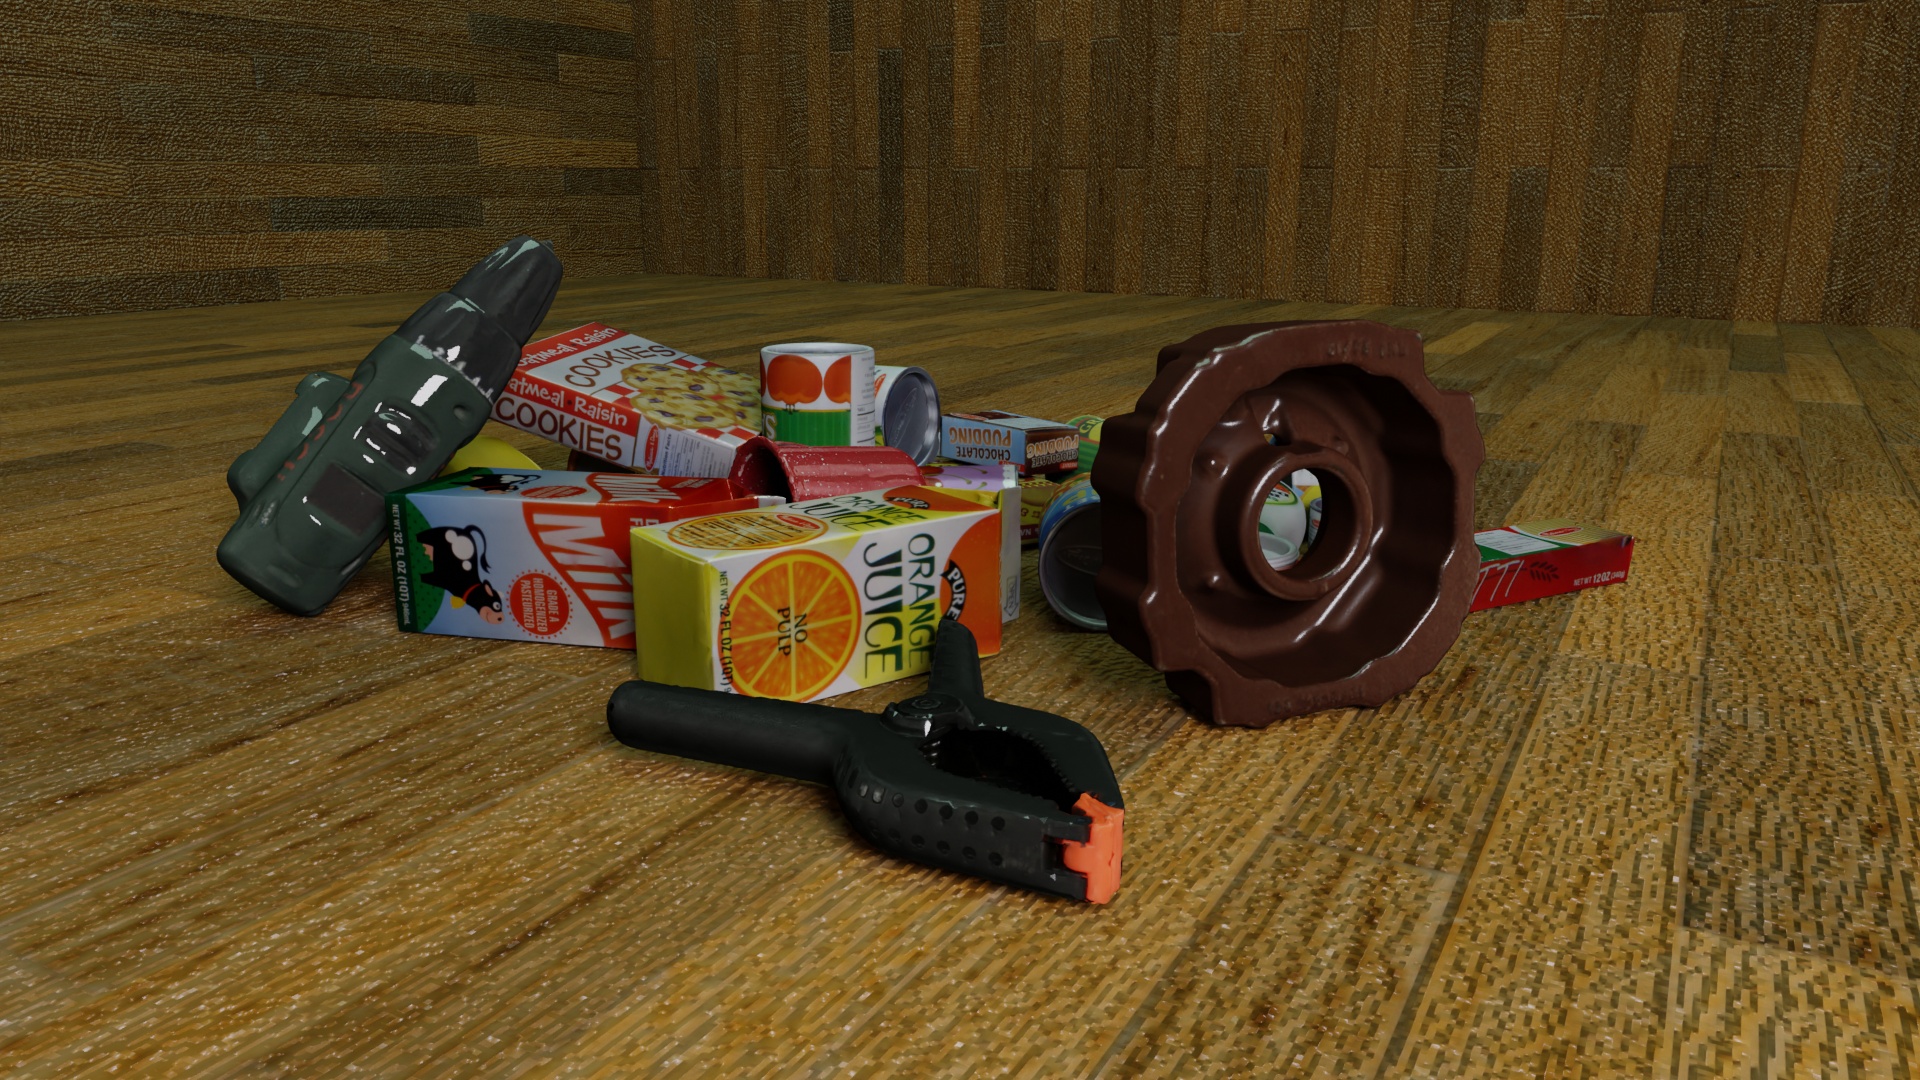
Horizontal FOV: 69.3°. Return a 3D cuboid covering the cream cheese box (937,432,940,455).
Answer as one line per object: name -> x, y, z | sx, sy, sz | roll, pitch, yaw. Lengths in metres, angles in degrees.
cream cheese box -> -0.055, -0.067, 1.043 | 0.104, 0.024, 0.053 | 4, -7, 16

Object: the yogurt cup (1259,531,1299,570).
yogurt cup -> 0.123, 0.027, 0.651 | 0.072, 0.053, 0.072 | 0, 14, 0

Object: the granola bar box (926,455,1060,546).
granola bar box -> -0.040, -0.020, 0.861 | 0.166, 0.039, 0.124 | -7, 15, -28

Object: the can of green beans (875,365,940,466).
can of green beans -> -0.054, -0.077, 0.869 | 0.058, 0.071, 0.071 | 7, 15, 30

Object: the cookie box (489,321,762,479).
cookie box -> -0.190, -0.082, 0.860 | 0.167, 0.040, 0.123 | 20, 23, 11

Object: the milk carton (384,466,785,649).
milk carton -> -0.176, 0.008, 0.685 | 0.190, 0.072, 0.074 | 4, 14, 13

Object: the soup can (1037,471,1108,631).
soup can -> 0.074, 0.001, 0.718 | 0.071, 0.071, 0.084 | 1, 14, 2

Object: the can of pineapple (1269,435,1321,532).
can of pineapple -> 0.229, -0.037, 0.885 | 0.058, 0.070, 0.071 | -1, 14, -4

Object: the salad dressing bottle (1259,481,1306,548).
salad dressing bottle -> 0.164, -0.003, 0.789 | 0.064, 0.044, 0.148 | 5, 15, 12

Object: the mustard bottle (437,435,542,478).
mustard bottle -> -0.261, -0.017, 0.807 | 0.049, 0.065, 0.160 | -18, 28, -37

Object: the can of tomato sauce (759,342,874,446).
can of tomato sauce -> -0.084, -0.070, 0.802 | 0.071, 0.083, 0.071 | 0, 13, 0

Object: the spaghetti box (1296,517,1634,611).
spaghetti box -> 0.255, 0.018, 0.737 | 0.251, 0.028, 0.050 | -8, 16, -28

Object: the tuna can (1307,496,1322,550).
tuna can -> 0.242, -0.005, 0.820 | 0.071, 0.032, 0.071 | 0, 14, 0

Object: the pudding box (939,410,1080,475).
pudding box -> 0.031, -0.064, 0.895 | 0.050, 0.030, 0.084 | -8, 17, -40

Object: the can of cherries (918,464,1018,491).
can of cherries -> 0.003, -0.010, 0.766 | 0.058, 0.071, 0.071 | -1, 14, 0

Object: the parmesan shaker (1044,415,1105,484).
parmesan shaker -> 0.114, -0.040, 0.892 | 0.071, 0.071, 0.103 | -10, 17, -34

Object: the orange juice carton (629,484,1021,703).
orange juice carton -> -0.046, 0.021, 0.638 | 0.193, 0.071, 0.073 | -11, 18, -36

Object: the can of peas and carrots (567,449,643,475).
can of peas and carrots -> -0.212, -0.044, 0.897 | 0.071, 0.070, 0.059 | 8, 17, 29
